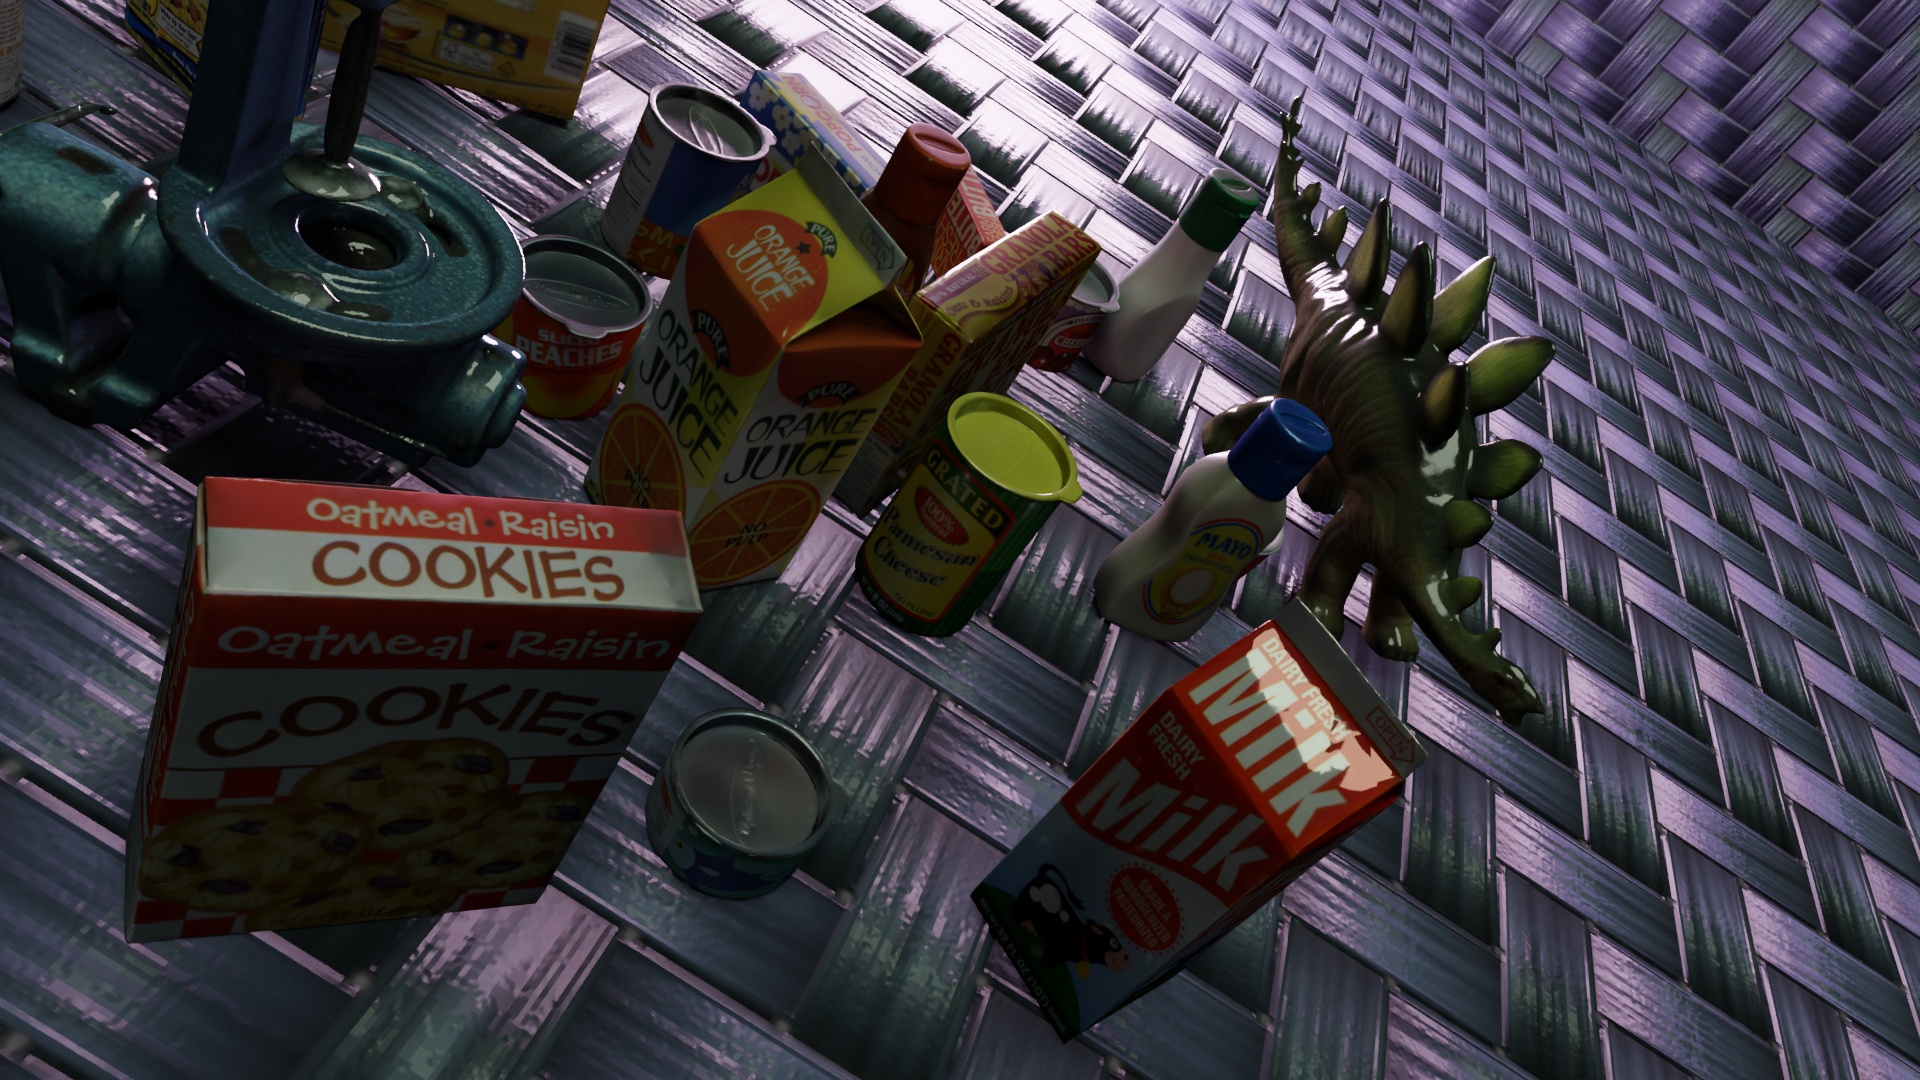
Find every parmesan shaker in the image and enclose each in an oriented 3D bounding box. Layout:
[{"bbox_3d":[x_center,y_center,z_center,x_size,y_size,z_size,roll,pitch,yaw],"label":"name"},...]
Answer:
[{"bbox_3d":[0.002,-0.008,0.650,0.071,0.102,0.072,21,39,-18],"label":"parmesan shaker"}]

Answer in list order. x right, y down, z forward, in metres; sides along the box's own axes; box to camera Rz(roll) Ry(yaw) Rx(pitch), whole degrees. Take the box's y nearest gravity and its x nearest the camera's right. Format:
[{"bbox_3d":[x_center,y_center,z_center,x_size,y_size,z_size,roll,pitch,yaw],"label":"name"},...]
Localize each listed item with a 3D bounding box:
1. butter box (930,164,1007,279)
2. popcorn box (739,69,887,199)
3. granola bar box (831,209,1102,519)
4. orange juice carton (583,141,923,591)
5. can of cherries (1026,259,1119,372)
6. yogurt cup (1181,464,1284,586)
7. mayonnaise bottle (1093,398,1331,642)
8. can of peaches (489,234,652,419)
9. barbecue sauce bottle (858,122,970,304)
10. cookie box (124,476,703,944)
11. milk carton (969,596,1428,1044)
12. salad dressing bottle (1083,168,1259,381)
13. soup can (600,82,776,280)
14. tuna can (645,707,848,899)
[{"bbox_3d":[-0.002,-0.202,0.899,0.024,0.053,0.104,7,45,-33],"label":"butter box"},{"bbox_3d":[-0.085,-0.199,0.804,0.038,0.084,0.127,-21,63,-48],"label":"popcorn box"},{"bbox_3d":[-0.001,-0.096,0.726,0.039,0.123,0.166,39,37,5],"label":"granola bar box"},{"bbox_3d":[-0.082,-0.066,0.574,0.073,0.191,0.072,-10,56,-43],"label":"orange juice carton"},{"bbox_3d":[0.059,-0.147,0.881,0.071,0.058,0.072,21,39,-18],"label":"can of cherries"},{"bbox_3d":[0.141,-0.003,0.791,0.072,0.053,0.073,21,39,-18],"label":"yogurt cup"},{"bbox_3d":[0.130,-0.009,0.711,0.065,0.147,0.041,17,40,-23],"label":"mayonnaise bottle"},{"bbox_3d":[-0.183,-0.096,0.641,0.071,0.057,0.071,21,39,-18],"label":"can of peaches"},{"bbox_3d":[-0.044,-0.148,0.728,0.065,0.147,0.044,10,44,-30],"label":"barbecue sauce bottle"},{"bbox_3d":[-0.163,0.054,0.403,0.123,0.166,0.040,4,47,-35],"label":"cookie box"},{"bbox_3d":[0.090,0.105,0.521,0.074,0.189,0.072,-12,57,-44],"label":"milk carton"},{"bbox_3d":[0.134,-0.168,0.887,0.064,0.147,0.044,-7,54,-42],"label":"salad dressing bottle"},{"bbox_3d":[-0.148,-0.192,0.751,0.071,0.083,0.072,21,39,-18],"label":"soup can"},{"bbox_3d":[-0.081,0.100,0.527,0.071,0.032,0.071,21,39,-18],"label":"tuna can"}]
